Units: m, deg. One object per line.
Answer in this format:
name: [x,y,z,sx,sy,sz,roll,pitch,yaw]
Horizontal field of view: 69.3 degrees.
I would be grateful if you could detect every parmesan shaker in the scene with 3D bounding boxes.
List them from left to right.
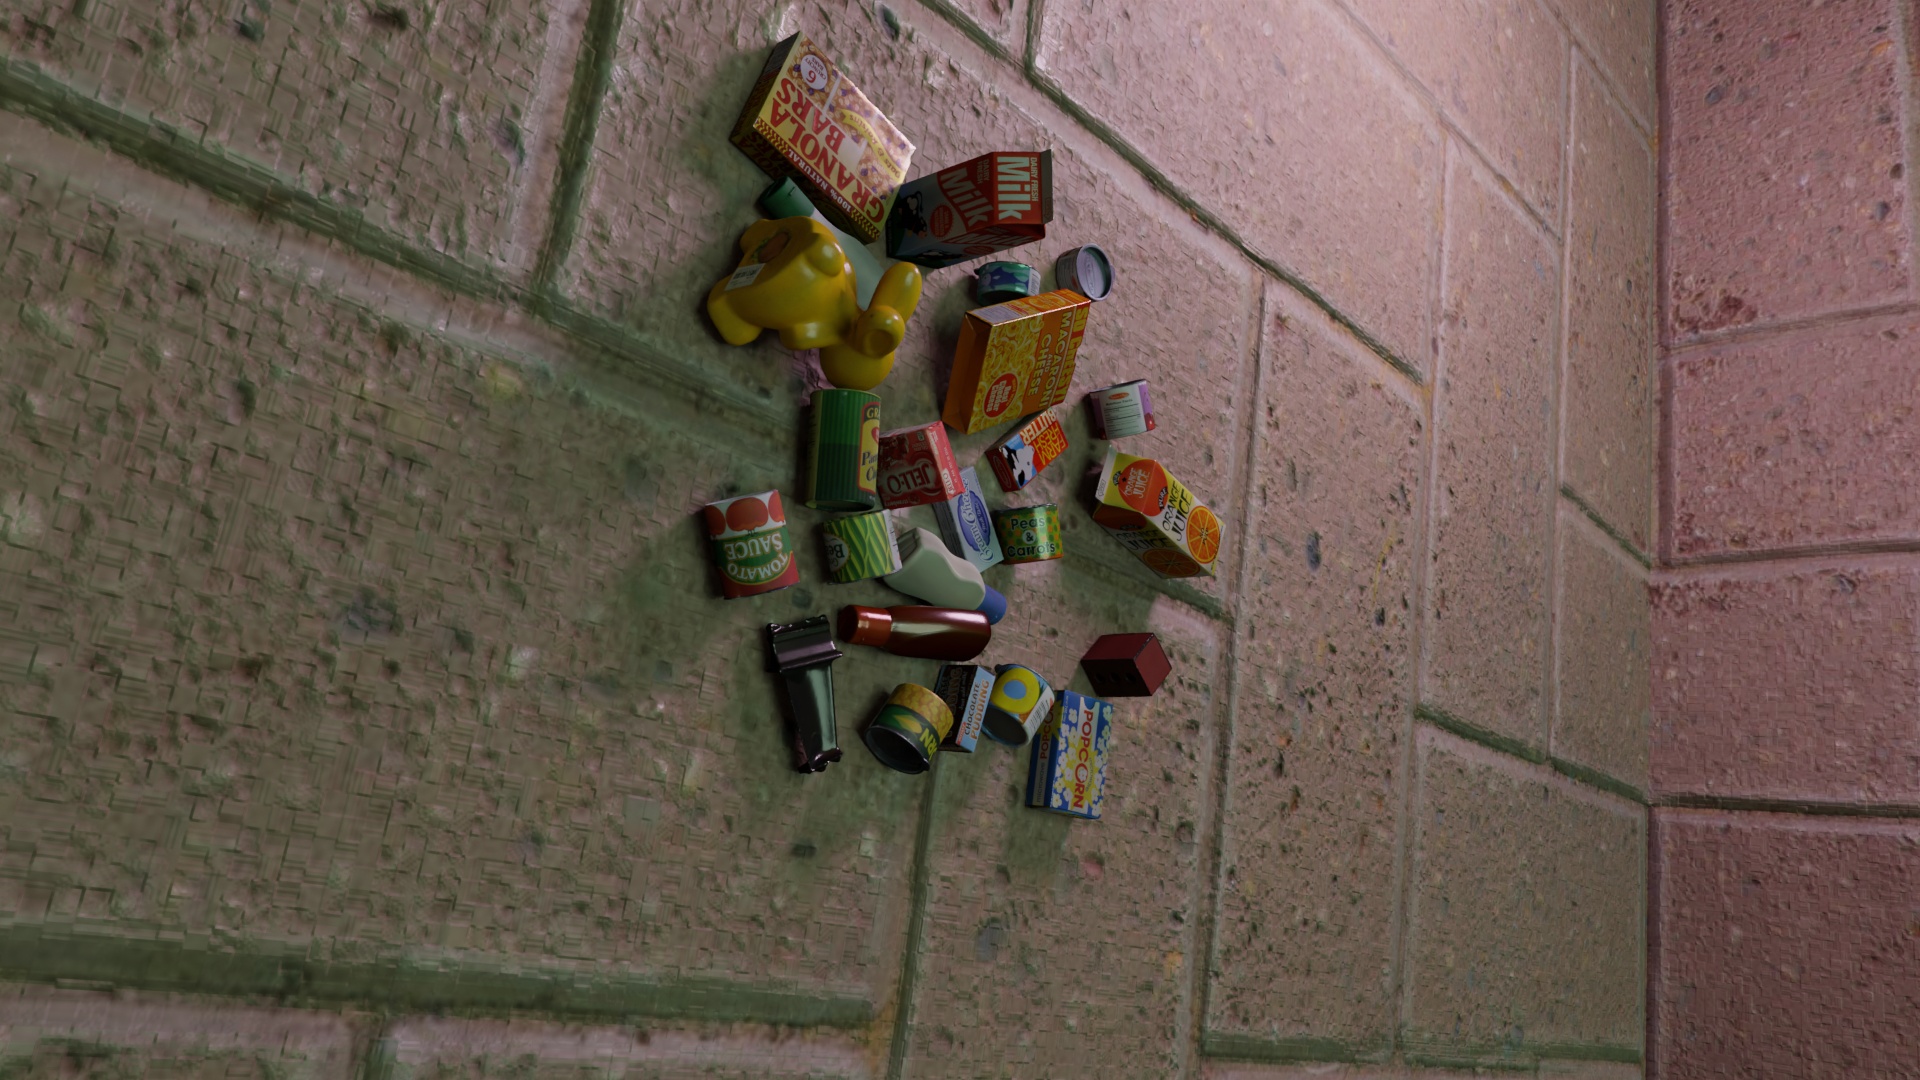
parmesan shaker: [-0.108,-0.081,1.277,0.071,0.071,0.103,11,78,-45]

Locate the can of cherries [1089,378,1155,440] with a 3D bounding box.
can of cherries: [0.186,-0.150,1.588,0.072,0.071,0.058,-21,100,-45]

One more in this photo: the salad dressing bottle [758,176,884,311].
salad dressing bottle: [-0.127,-0.273,1.297,0.147,0.044,0.064,48,53,-30]

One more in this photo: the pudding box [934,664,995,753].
pudding box: [-0.002,0.164,1.365,0.030,0.049,0.084,37,61,-39]

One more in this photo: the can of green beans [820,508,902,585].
can of green beans: [-0.092,0.005,1.281,0.071,0.071,0.057,-16,96,-46]

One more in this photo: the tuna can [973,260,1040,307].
tuna can: [0.048,-0.267,1.461,0.071,0.071,0.033,17,74,-44]

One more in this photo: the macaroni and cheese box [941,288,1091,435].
macaroni and cheese box: [0.060,-0.186,1.438,0.167,0.040,0.123,-22,135,-45]

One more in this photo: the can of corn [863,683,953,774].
can of corn: [-0.046,0.177,1.304,0.071,0.071,0.058,56,50,-26]

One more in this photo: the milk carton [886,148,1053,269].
milk carton: [0.018,-0.321,1.345,0.073,0.190,0.072,3,83,-45]

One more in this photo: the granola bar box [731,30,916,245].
granola bar box: [-0.127,-0.375,1.312,0.165,0.039,0.125,39,58,-36]

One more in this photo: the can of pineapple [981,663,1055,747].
can of pineapple: [0.053,0.168,1.412,0.071,0.071,0.058,55,51,-26]

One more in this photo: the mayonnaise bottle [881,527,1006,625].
mayonnaise bottle: [-0.013,0.041,1.364,0.148,0.064,0.041,33,26,-42]

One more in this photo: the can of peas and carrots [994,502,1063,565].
can of peas and carrots: [0.072,-0.007,1.448,0.071,0.071,0.058,-9,92,-46]

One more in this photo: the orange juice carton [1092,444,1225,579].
orange juice carton: [0.219,-0.032,1.601,0.192,0.073,0.072,37,60,-36]

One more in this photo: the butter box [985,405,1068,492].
butter box: [0.073,-0.099,1.494,0.104,0.024,0.053,-42,114,-40]

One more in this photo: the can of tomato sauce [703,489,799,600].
can of tomato sauce: [-0.179,0.003,1.189,0.071,0.071,0.083,-17,97,-46]

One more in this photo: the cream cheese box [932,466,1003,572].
cream cheese box: [0.005,-0.018,1.414,0.053,0.024,0.103,-29,106,-42]

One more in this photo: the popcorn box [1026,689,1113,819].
popcorn box: [0.118,0.230,1.489,0.085,0.038,0.127,21,70,-41]

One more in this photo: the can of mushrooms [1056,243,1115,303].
can of mushrooms: [0.143,-0.302,1.585,0.071,0.033,0.071,8,79,-45]

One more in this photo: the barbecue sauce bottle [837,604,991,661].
barbecue sauce bottle: [-0.045,0.086,1.325,0.149,0.064,0.044,9,54,-37]
